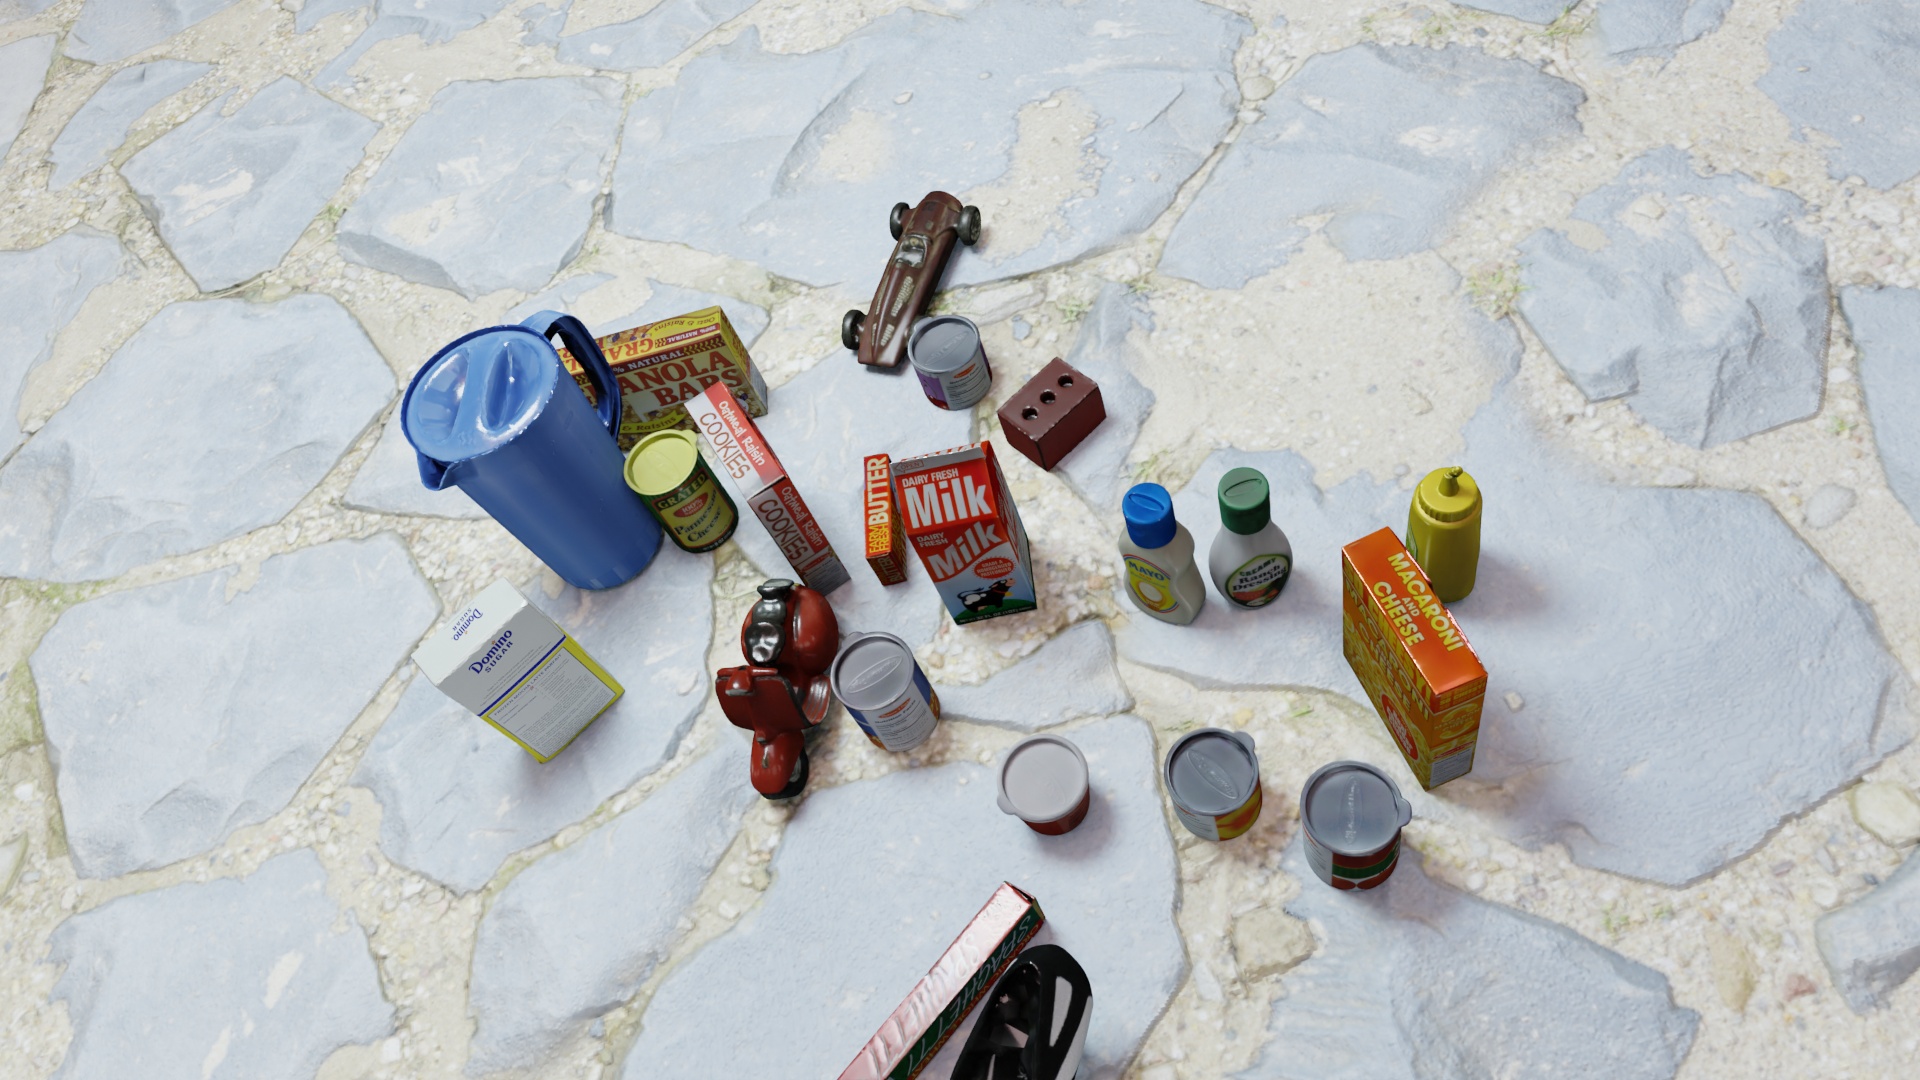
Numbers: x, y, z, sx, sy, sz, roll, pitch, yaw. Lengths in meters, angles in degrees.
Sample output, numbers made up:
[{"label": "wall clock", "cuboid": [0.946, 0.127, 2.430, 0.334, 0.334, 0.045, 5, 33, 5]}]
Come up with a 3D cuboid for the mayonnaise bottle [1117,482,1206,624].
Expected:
[{"label": "mayonnaise bottle", "cuboid": [0.149, 0.010, 1.052, 0.065, 0.147, 0.041, 24, 68, 27]}]

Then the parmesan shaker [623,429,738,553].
[{"label": "parmesan shaker", "cuboid": [-0.240, -0.043, 1.217, 0.071, 0.102, 0.071, -7, 58, 11]}]

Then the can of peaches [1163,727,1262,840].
[{"label": "can of peaches", "cuboid": [0.184, 0.174, 0.995, 0.071, 0.057, 0.071, -7, 58, 11]}]

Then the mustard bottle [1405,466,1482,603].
[{"label": "mustard bottle", "cuboid": [0.349, -0.012, 1.004, 0.049, 0.159, 0.065, -6, 58, 12]}]

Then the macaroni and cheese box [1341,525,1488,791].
[{"label": "macaroni and cheese box", "cuboid": [0.308, 0.083, 0.953, 0.040, 0.165, 0.124, -24, 56, 0]}]

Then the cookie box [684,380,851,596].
[{"label": "cookie box", "cuboid": [-0.158, -0.039, 1.154, 0.040, 0.166, 0.123, -34, 57, -6]}]

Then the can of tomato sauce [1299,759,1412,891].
[{"label": "can of tomato sauce", "cuboid": [0.268, 0.195, 0.945, 0.071, 0.082, 0.071, -7, 58, 11]}]

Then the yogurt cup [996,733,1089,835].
[{"label": "yogurt cup", "cuboid": [0.065, 0.183, 1.024, 0.072, 0.053, 0.073, -7, 58, 11]}]

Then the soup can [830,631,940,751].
[{"label": "soup can", "cuboid": [-0.058, 0.117, 1.081, 0.071, 0.083, 0.071, -7, 58, 11]}]

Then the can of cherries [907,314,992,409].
[{"label": "can of cherries", "cuboid": [-0.010, -0.162, 1.255, 0.071, 0.058, 0.072, -7, 58, 11]}]

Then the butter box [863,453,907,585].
[{"label": "butter box", "cuboid": [-0.064, -0.018, 1.184, 0.024, 0.053, 0.104, -10, 57, 10]}]

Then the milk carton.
[{"label": "milk carton", "cuboid": [0.004, -0.014, 1.080, 0.072, 0.189, 0.074, -11, 57, 9]}]

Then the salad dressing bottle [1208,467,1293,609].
[{"label": "salad dressing bottle", "cuboid": [0.215, -0.001, 1.041, 0.064, 0.147, 0.044, -20, 56, 3]}]

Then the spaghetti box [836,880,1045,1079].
[{"label": "spaghetti box", "cuboid": [-0.033, 0.342, 0.956, 0.029, 0.050, 0.251, 34, 73, 30]}]

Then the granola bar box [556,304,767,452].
[{"label": "granola bar box", "cuboid": [-0.276, -0.144, 1.276, 0.165, 0.123, 0.039, -14, 57, 7]}]
